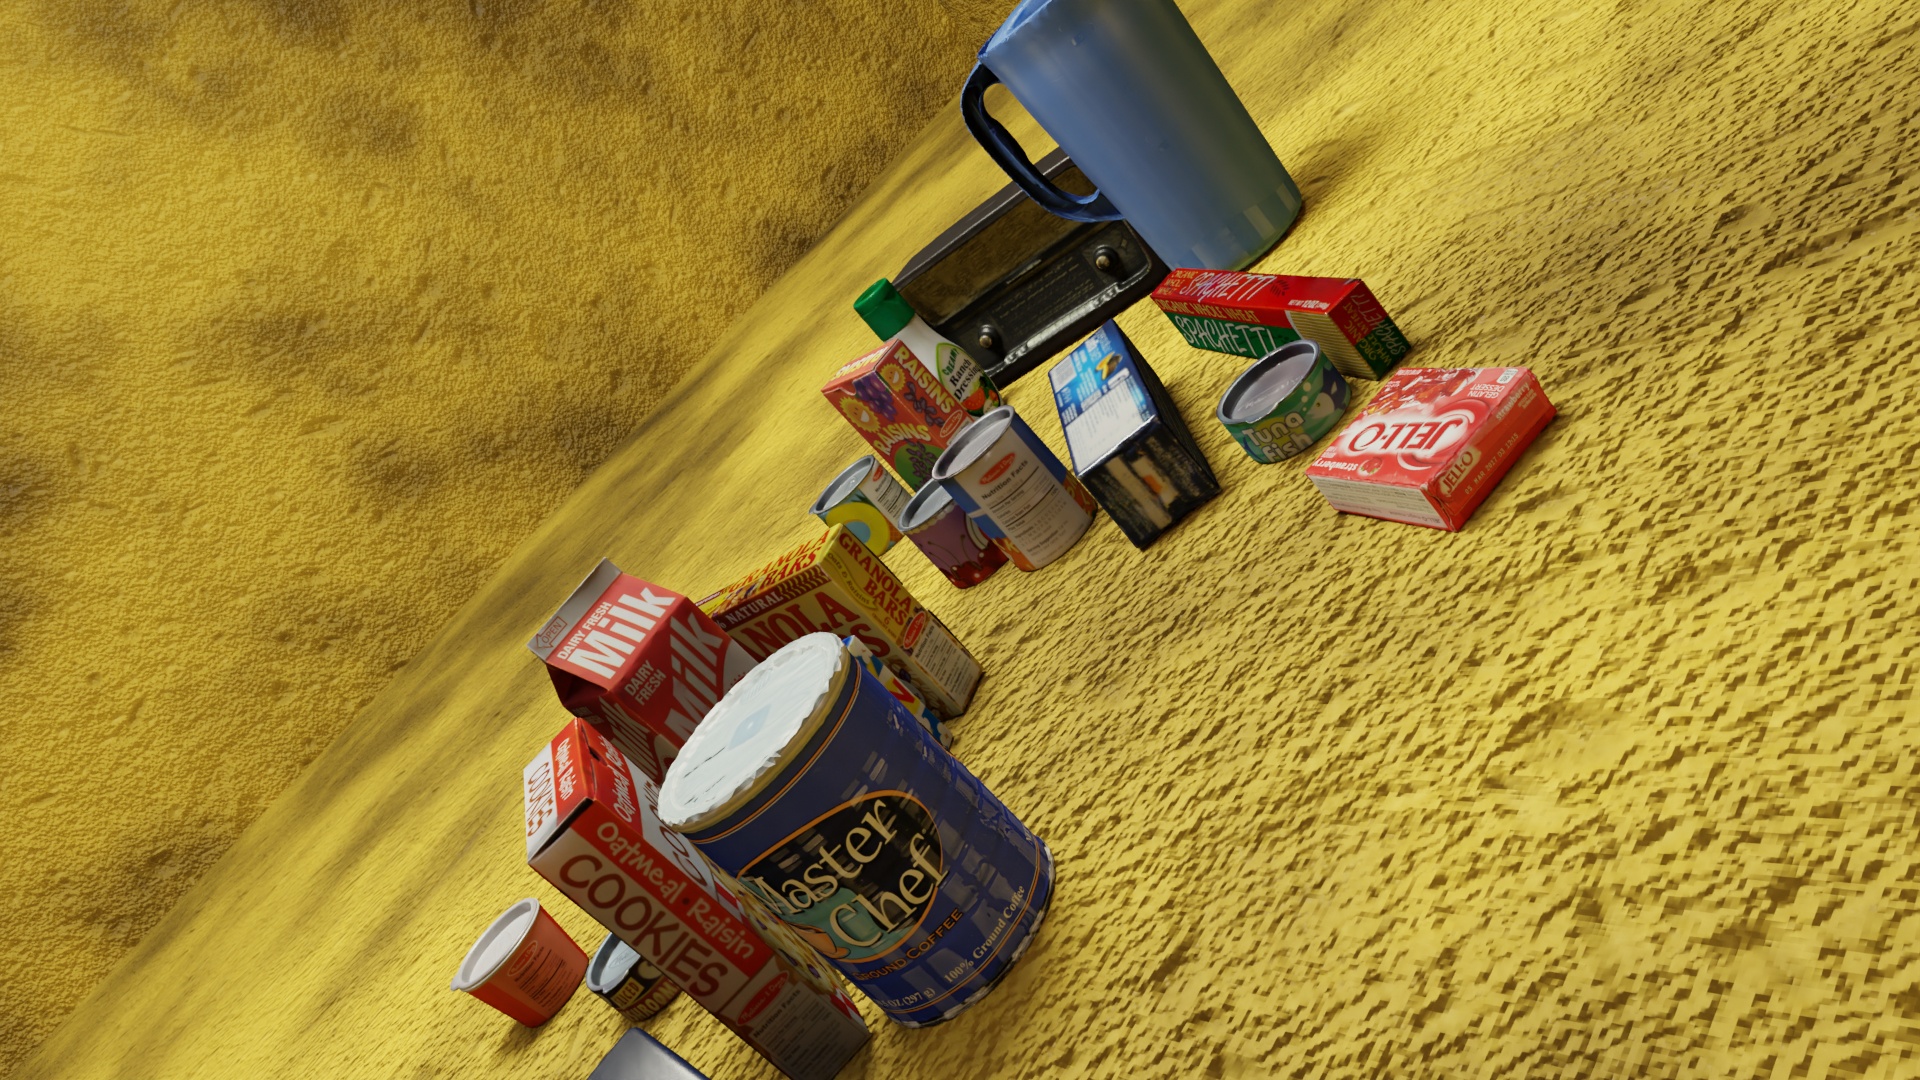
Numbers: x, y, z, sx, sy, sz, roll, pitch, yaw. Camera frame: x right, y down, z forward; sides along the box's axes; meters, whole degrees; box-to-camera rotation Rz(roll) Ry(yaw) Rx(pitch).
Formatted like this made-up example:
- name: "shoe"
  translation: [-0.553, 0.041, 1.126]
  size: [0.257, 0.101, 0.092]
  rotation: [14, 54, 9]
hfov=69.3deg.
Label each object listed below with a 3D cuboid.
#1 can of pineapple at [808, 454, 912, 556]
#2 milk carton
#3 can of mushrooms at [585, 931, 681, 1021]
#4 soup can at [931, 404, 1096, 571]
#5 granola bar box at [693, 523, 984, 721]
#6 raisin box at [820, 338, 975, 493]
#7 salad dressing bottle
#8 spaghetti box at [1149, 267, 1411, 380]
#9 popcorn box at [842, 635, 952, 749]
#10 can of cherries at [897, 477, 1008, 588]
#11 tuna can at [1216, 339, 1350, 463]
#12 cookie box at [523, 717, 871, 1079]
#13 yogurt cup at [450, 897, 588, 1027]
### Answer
- name: "can of pineapple"
  translation: [-0.076, -0.025, 1.108]
  size: [0.071, 0.058, 0.071]
  rotation: [-38, 19, 16]
- name: "milk carton"
  translation: [-0.155, 0.098, 0.795]
  size: [0.073, 0.190, 0.073]
  rotation: [-19, 30, 51]
- name: "can of mushrooms"
  translation: [-0.177, 0.236, 0.784]
  size: [0.071, 0.033, 0.071]
  rotation: [-37, 19, 16]
- name: "soup can"
  translation: [0.034, -0.033, 0.865]
  size: [0.071, 0.083, 0.071]
  rotation: [-38, 19, 16]
- name: "granola bar box"
  translation: [-0.086, 0.068, 0.822]
  size: [0.165, 0.124, 0.039]
  rotation: [-26, 25, 42]
- name: "raisin box"
  translation: [-0.039, -0.091, 1.075]
  size: [0.040, 0.123, 0.086]
  rotation: [-53, 21, -27]
- name: "salad dressing bottle"
  translation: [-0.027, -0.148, 1.137]
  size: [0.044, 0.147, 0.064]
  rotation: [-22, 27, 47]
- name: "spaghetti box"
  translation: [0.183, -0.135, 0.839]
  size: [0.029, 0.050, 0.250]
  rotation: [-44, 19, -2]
- name: "popcorn box"
  translation: [-0.056, 0.121, 0.711]
  size: [0.038, 0.085, 0.127]
  rotation: [-32, 22, 30]
- name: "can of cherries"
  translation: [0.003, -0.012, 0.920]
  size: [0.071, 0.058, 0.072]
  rotation: [-38, 19, 16]
- name: "tuna can"
  translation: [0.174, -0.074, 0.750]
  size: [0.071, 0.033, 0.071]
  rotation: [-37, 19, 16]
- name: "cookie box"
  translation: [-0.123, 0.161, 0.630]
  size: [0.040, 0.167, 0.123]
  rotation: [-46, 19, -7]
- name: "yogurt cup"
  translation: [-0.273, 0.268, 0.875]
  size: [0.072, 0.054, 0.073]
  rotation: [-38, 19, 16]
